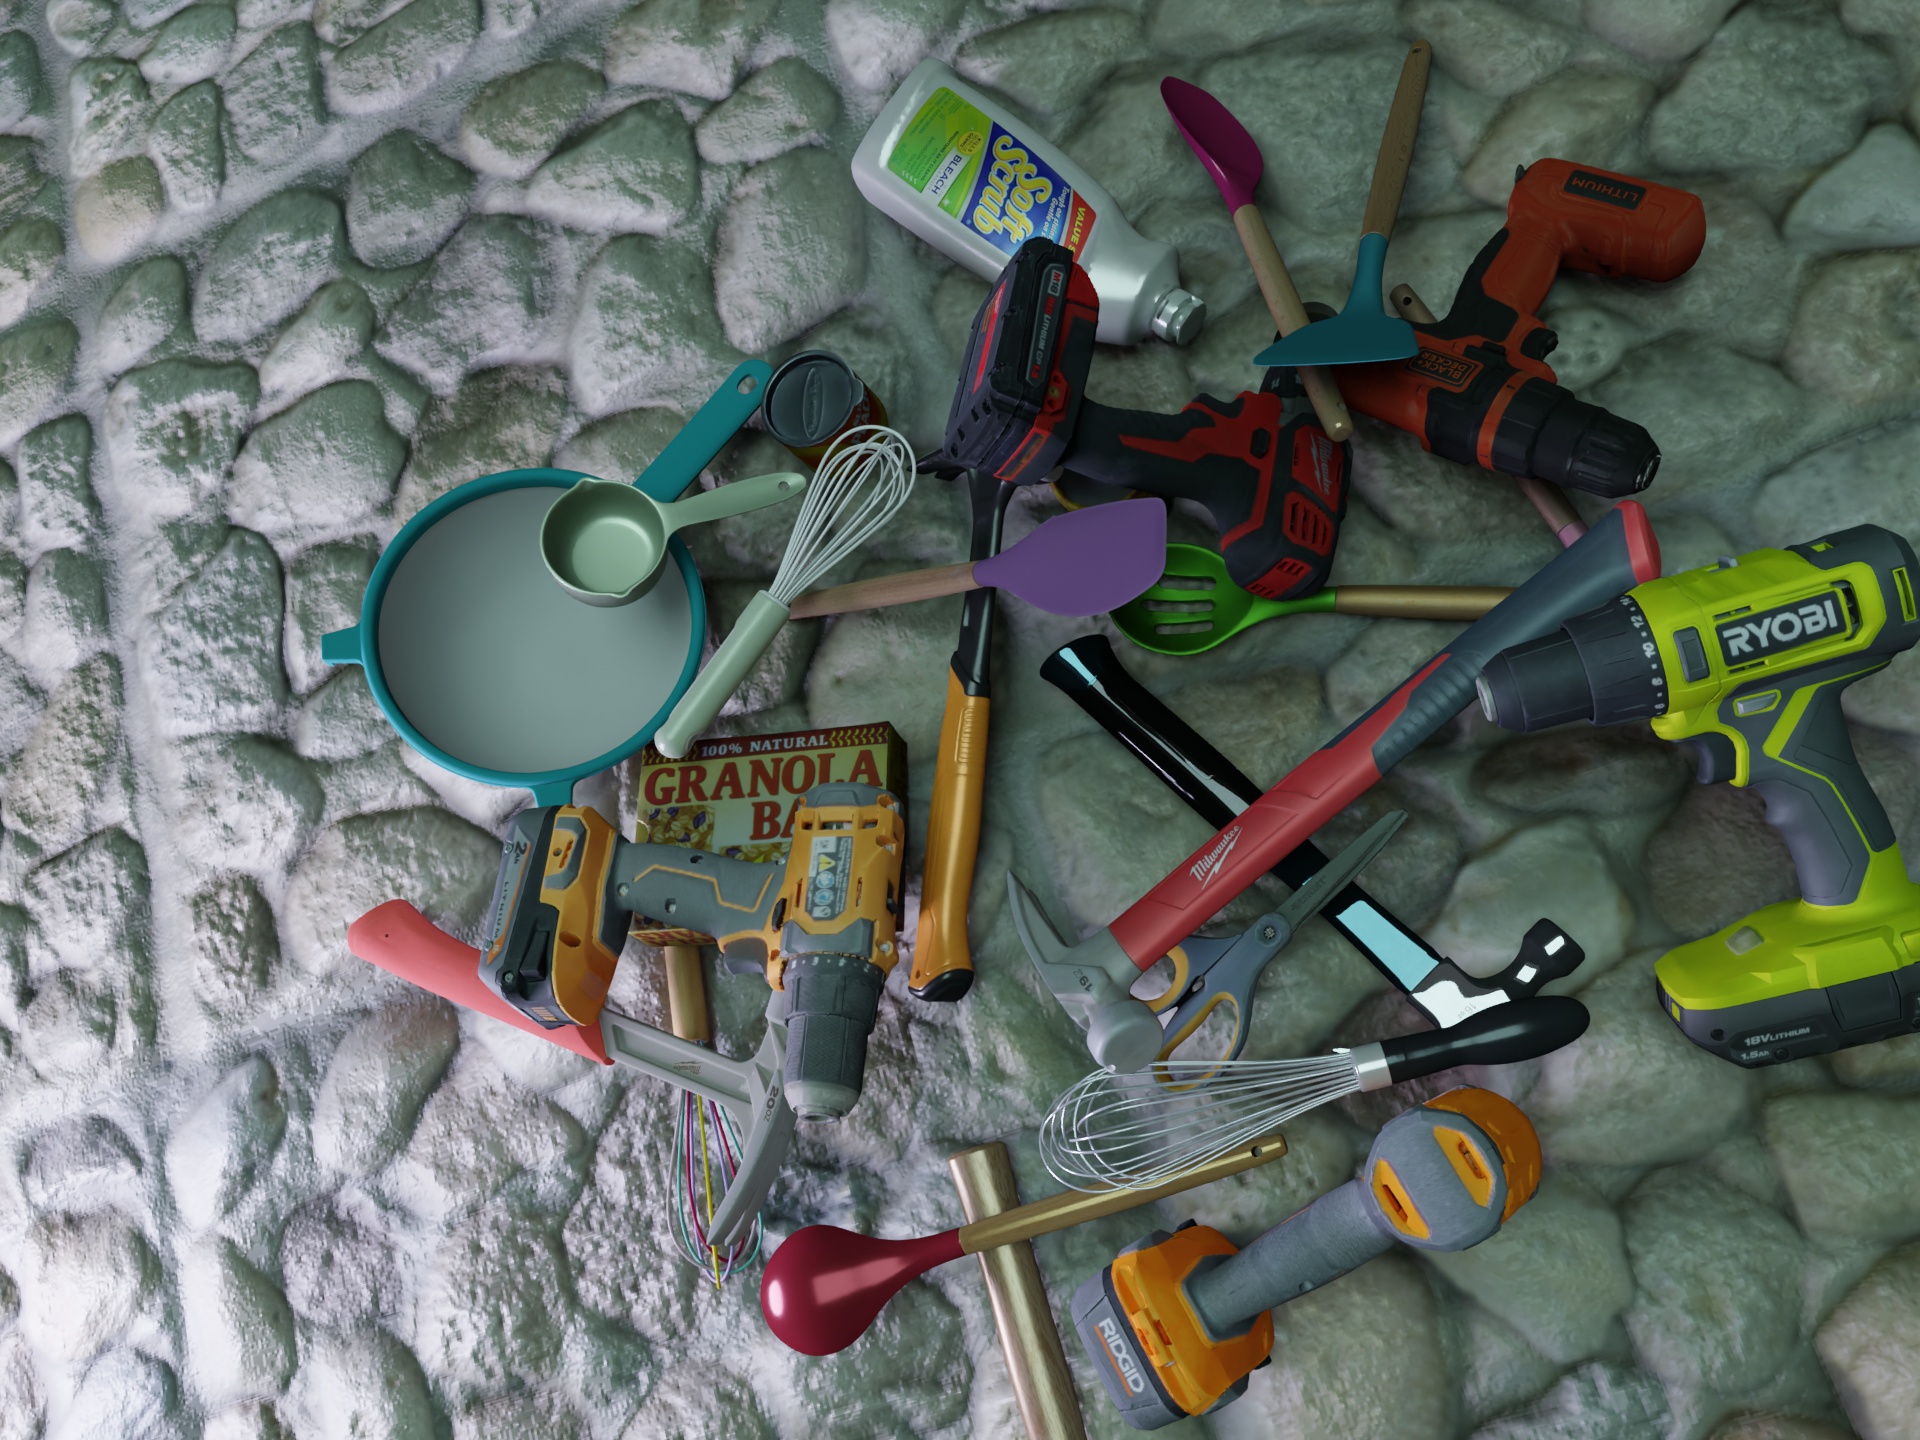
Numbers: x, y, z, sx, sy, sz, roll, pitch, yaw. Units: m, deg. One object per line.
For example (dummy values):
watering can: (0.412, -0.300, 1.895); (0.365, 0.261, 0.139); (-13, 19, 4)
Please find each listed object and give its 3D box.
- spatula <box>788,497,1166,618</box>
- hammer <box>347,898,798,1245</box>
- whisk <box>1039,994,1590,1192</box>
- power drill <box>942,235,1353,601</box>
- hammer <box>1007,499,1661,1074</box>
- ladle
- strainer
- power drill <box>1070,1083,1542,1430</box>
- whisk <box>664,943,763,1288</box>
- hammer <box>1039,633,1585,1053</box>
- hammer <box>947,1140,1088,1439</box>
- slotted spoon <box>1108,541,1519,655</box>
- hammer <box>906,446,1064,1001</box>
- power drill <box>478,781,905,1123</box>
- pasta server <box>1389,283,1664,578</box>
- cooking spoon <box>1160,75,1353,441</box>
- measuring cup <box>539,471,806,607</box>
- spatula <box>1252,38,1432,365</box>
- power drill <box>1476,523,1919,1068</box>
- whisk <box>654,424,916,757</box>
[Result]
spatula: (-0.006, -0.079, 0.920); (0.316, 0.018, 0.060); (-4, 80, 46)
hammer: (-0.250, 0.189, 0.979); (0.359, 0.036, 0.149); (13, 78, 29)
whisk: (0.177, 0.185, 0.809); (0.284, 0.070, 0.070); (-16, 73, 8)
power drill: (0.119, -0.184, 0.888); (0.226, 0.080, 0.188); (19, 65, -14)
hammer: (0.195, 0.015, 0.833); (0.386, 0.038, 0.143); (-40, 38, 5)
ladle: (0.026, 0.276, 0.861); (0.315, 0.031, 0.069); (-21, 70, 13)
strainer: (-0.231, -0.097, 1.045); (0.211, 0.095, 0.340); (35, 72, 6)
power drill: (0.183, 0.255, 0.786); (0.226, 0.164, 0.084); (-38, 68, 21)
whisk: (-0.159, 0.216, 0.965); (0.051, 0.047, 0.245); (-17, 69, 16)
hammer: (0.172, 0.062, 0.889); (0.128, 0.033, 0.331); (-47, 67, 3)
hammer: (0.057, 0.392, 0.852); (0.130, 0.031, 0.331); (-22, 71, 14)
slotted spoon: (0.239, -0.066, 0.899); (0.314, 0.031, 0.070); (3, 76, 18)
hammer: (-0.002, -0.003, 0.948); (0.127, 0.034, 0.337); (0, 83, 56)
power drill: (-0.145, 0.129, 0.883); (0.226, 0.084, 0.185); (-2, 61, 11)
pasta server: (0.316, -0.128, 0.866); (0.060, 0.040, 0.316); (-32, 63, 15)
cooking spoon: (0.171, -0.276, 0.917); (0.017, 0.068, 0.319); (-51, 39, 41)
measuring cup: (-0.176, -0.120, 0.989); (0.167, 0.038, 0.083); (-18, 75, -12)
spatula: (0.234, -0.291, 0.883); (0.082, 0.044, 0.318); (3, 55, 25)
power drill: (0.364, 0.039, 0.751); (0.190, 0.080, 0.228); (-17, 96, 12)
whisk: (-0.110, -0.079, 0.977); (0.059, 0.057, 0.246); (35, 83, 7)
